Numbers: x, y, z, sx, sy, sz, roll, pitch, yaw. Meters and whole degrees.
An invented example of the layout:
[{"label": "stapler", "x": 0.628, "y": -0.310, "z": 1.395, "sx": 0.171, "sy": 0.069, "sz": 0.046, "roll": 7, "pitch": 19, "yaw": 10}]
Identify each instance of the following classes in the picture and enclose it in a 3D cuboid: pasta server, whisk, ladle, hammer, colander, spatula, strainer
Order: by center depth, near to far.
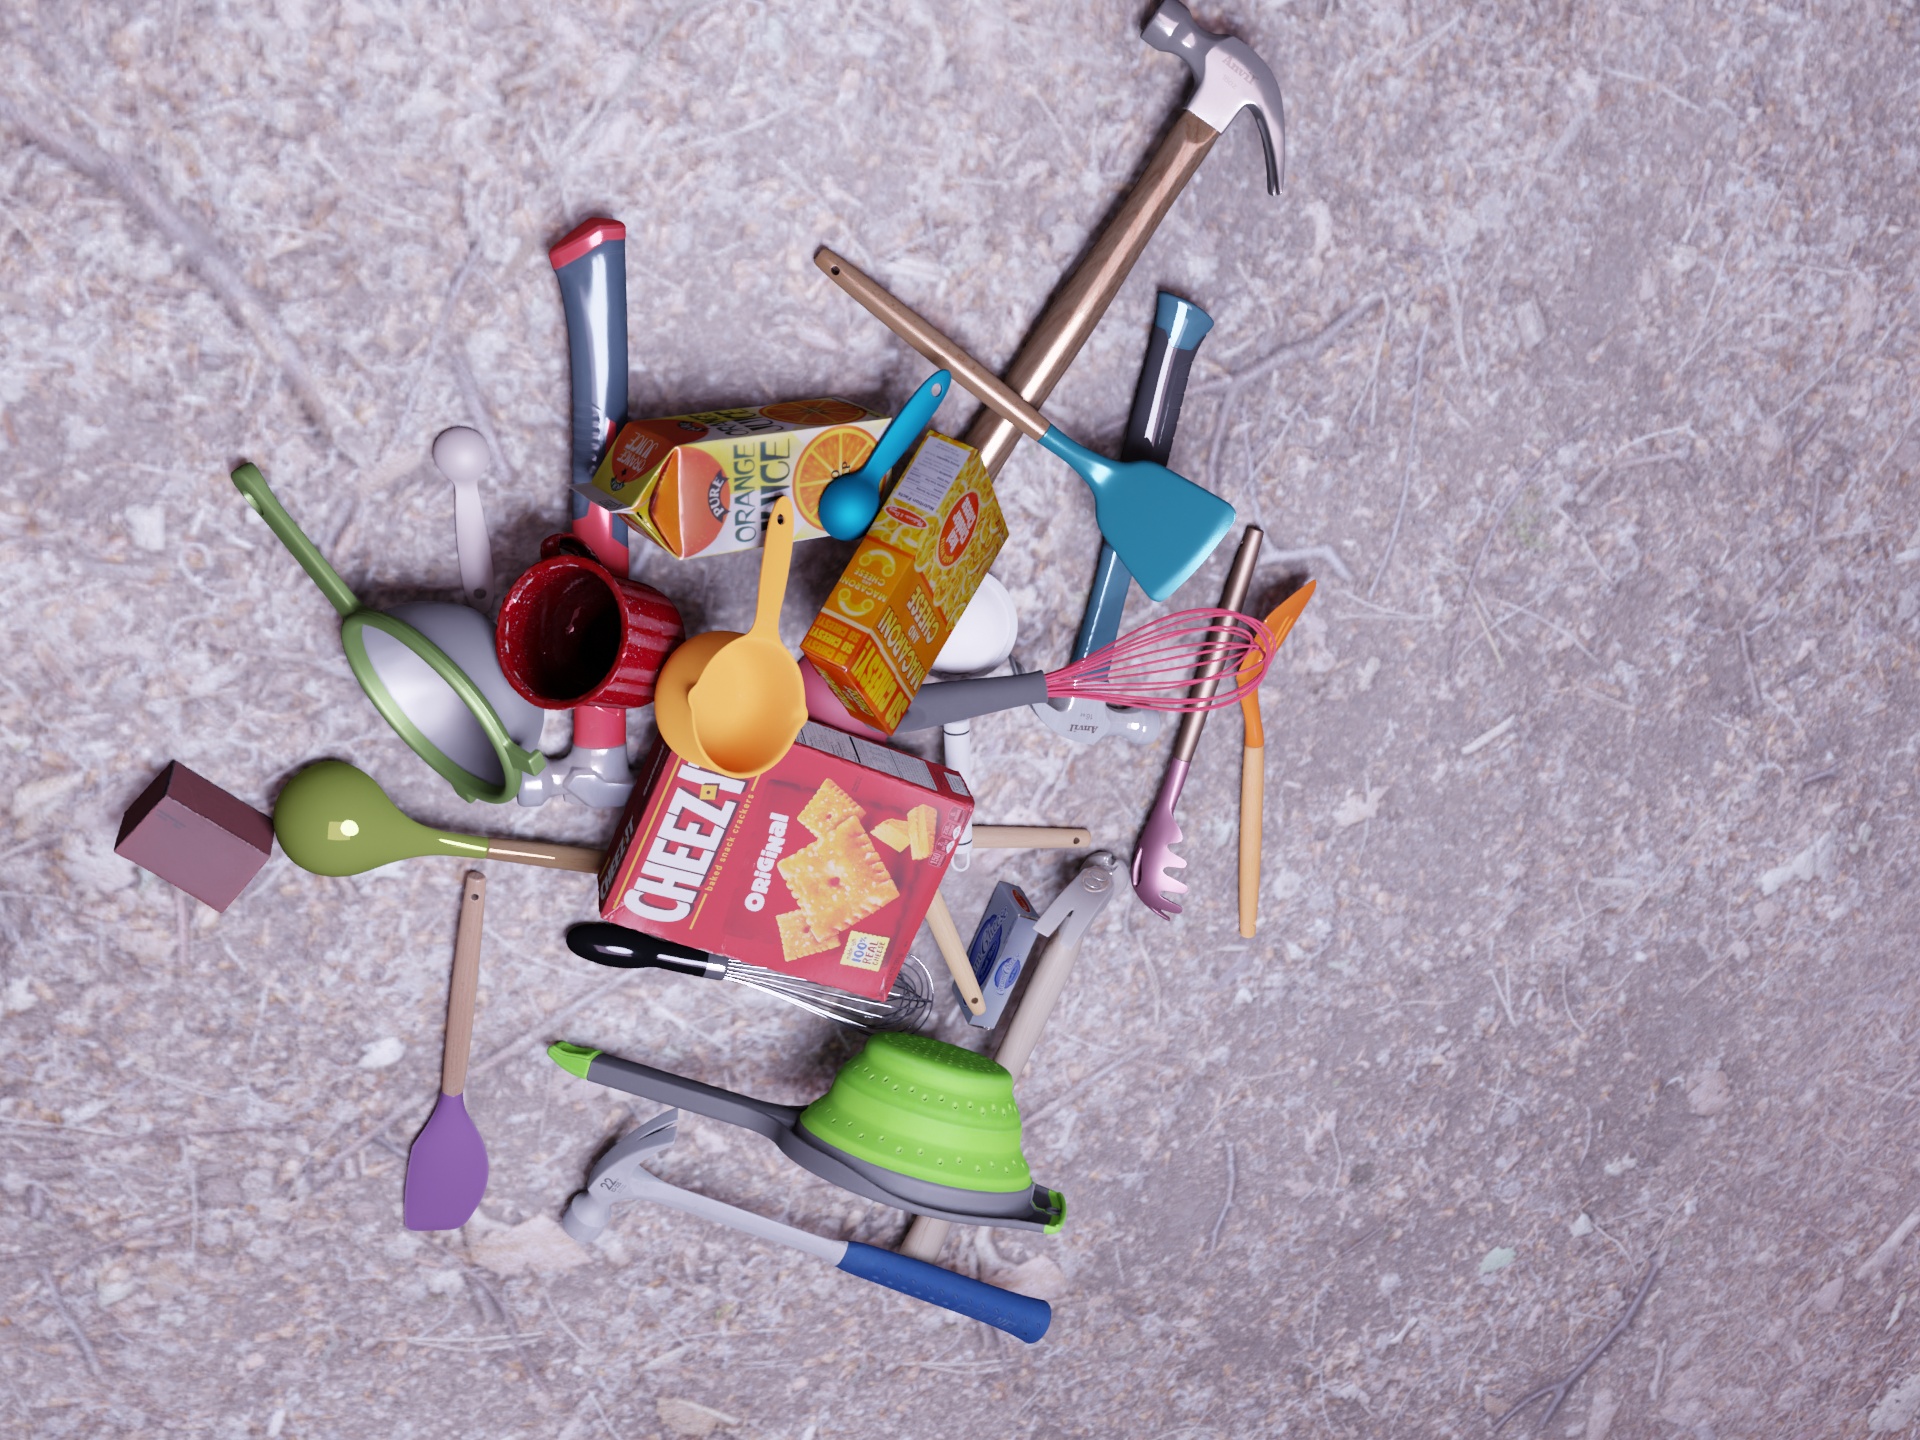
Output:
[{"label": "strainer", "x": -0.344, "y": -0.065, "z": 0.993, "sx": 0.069, "sy": 0.151, "sz": 0.256, "roll": -44, "pitch": 105, "yaw": -31}, {"label": "hammer", "x": -0.217, "y": -0.122, "z": 1.029, "sx": 0.143, "sy": 0.038, "sz": 0.386, "roll": -3, "pitch": 115, "yaw": -19}, {"label": "spatula", "x": 0.035, "y": -0.202, "z": 1.035, "sx": 0.317, "sy": 0.044, "sz": 0.082, "roll": 35, "pitch": 111, "yaw": -14}, {"label": "hammer", "x": 0.094, "y": -0.290, "z": 1.047, "sx": 0.130, "sy": 0.031, "sz": 0.331, "roll": 31, "pitch": 105, "yaw": -11}, {"label": "ladle", "x": -0.305, "y": 0.086, "z": 1.102, "sx": 0.320, "sy": 0.062, "sz": 0.078, "roll": 11, "pitch": 105, "yaw": -30}, {"label": "whisk", "x": 0.077, "y": -0.026, "z": 1.103, "sx": 0.296, "sy": 0.073, "sz": 0.073, "roll": -9, "pitch": 117, "yaw": -5}, {"label": "hammer", "x": 0.120, "y": -0.137, "z": 1.138, "sx": 0.128, "sy": 0.033, "sz": 0.331, "roll": 4, "pitch": 112, "yaw": -22}, {"label": "strainer", "x": -0.002, "y": -0.004, "z": 1.145, "sx": 0.087, "sy": 0.050, "sz": 0.258, "roll": 1, "pitch": 114, "yaw": 5}, {"label": "colander", "x": -0.104, "y": 0.263, "z": 1.162, "sx": 0.397, "sy": 0.204, "sz": 0.094, "roll": 15, "pitch": 88, "yaw": 5}, {"label": "ladle", "x": -0.042, "y": 0.089, "z": 1.164, "sx": 0.069, "sy": 0.031, "sz": 0.315, "roll": -24, "pitch": 111, "yaw": -3}, {"label": "spatula", "x": -0.367, "y": 0.250, "z": 1.164, "sx": 0.059, "sy": 0.018, "sz": 0.315, "roll": 3, "pitch": 114, "yaw": -21}, {"label": "whisk", "x": -0.153, "y": 0.189, "z": 1.188, "sx": 0.284, "sy": 0.070, "sz": 0.070, "roll": 13, "pitch": 109, "yaw": -18}, {"label": "pasta server", "x": 0.185, "y": 0.005, "z": 1.223, "sx": 0.040, "sy": 0.060, "sz": 0.316, "roll": 11, "pitch": 106, "yaw": -14}, {"label": "spatula", "x": 0.239, "y": 0.042, "z": 1.255, "sx": 0.081, "sy": 0.041, "sz": 0.322, "roll": -34, "pitch": 131, "yaw": -42}, {"label": "hammer", "x": 0.024, "y": 0.298, "z": 1.268, "sx": 0.038, "sy": 0.146, "sz": 0.410, "roll": 28, "pitch": 113, "yaw": 13}, {"label": "hammer", "x": -0.103, "y": 0.422, "z": 1.276, "sx": 0.405, "sy": 0.035, "sz": 0.144, "roll": 26, "pitch": 120, "yaw": -19}]

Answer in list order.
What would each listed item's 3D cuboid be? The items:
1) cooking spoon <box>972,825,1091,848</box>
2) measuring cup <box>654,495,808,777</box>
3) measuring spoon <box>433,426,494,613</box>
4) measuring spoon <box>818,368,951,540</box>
[{"label": "cooking spoon", "x": -0.049, "y": 0.087, "z": 1.194, "sx": 0.318, "sy": 0.017, "sz": 0.068, "roll": 2, "pitch": 98, "yaw": -20}, {"label": "measuring cup", "x": -0.137, "y": -0.053, "z": 0.978, "sx": 0.095, "sy": 0.052, "sz": 0.173, "roll": 11, "pitch": 88, "yaw": -48}, {"label": "measuring spoon", "x": -0.310, "y": -0.123, "z": 1.008, "sx": 0.034, "sy": 0.018, "sz": 0.124, "roll": -7, "pitch": 117, "yaw": -16}, {"label": "measuring spoon", "x": -0.041, "y": -0.166, "z": 0.996, "sx": 0.042, "sy": 0.021, "sz": 0.128, "roll": 38, "pitch": 87, "yaw": -42}]
